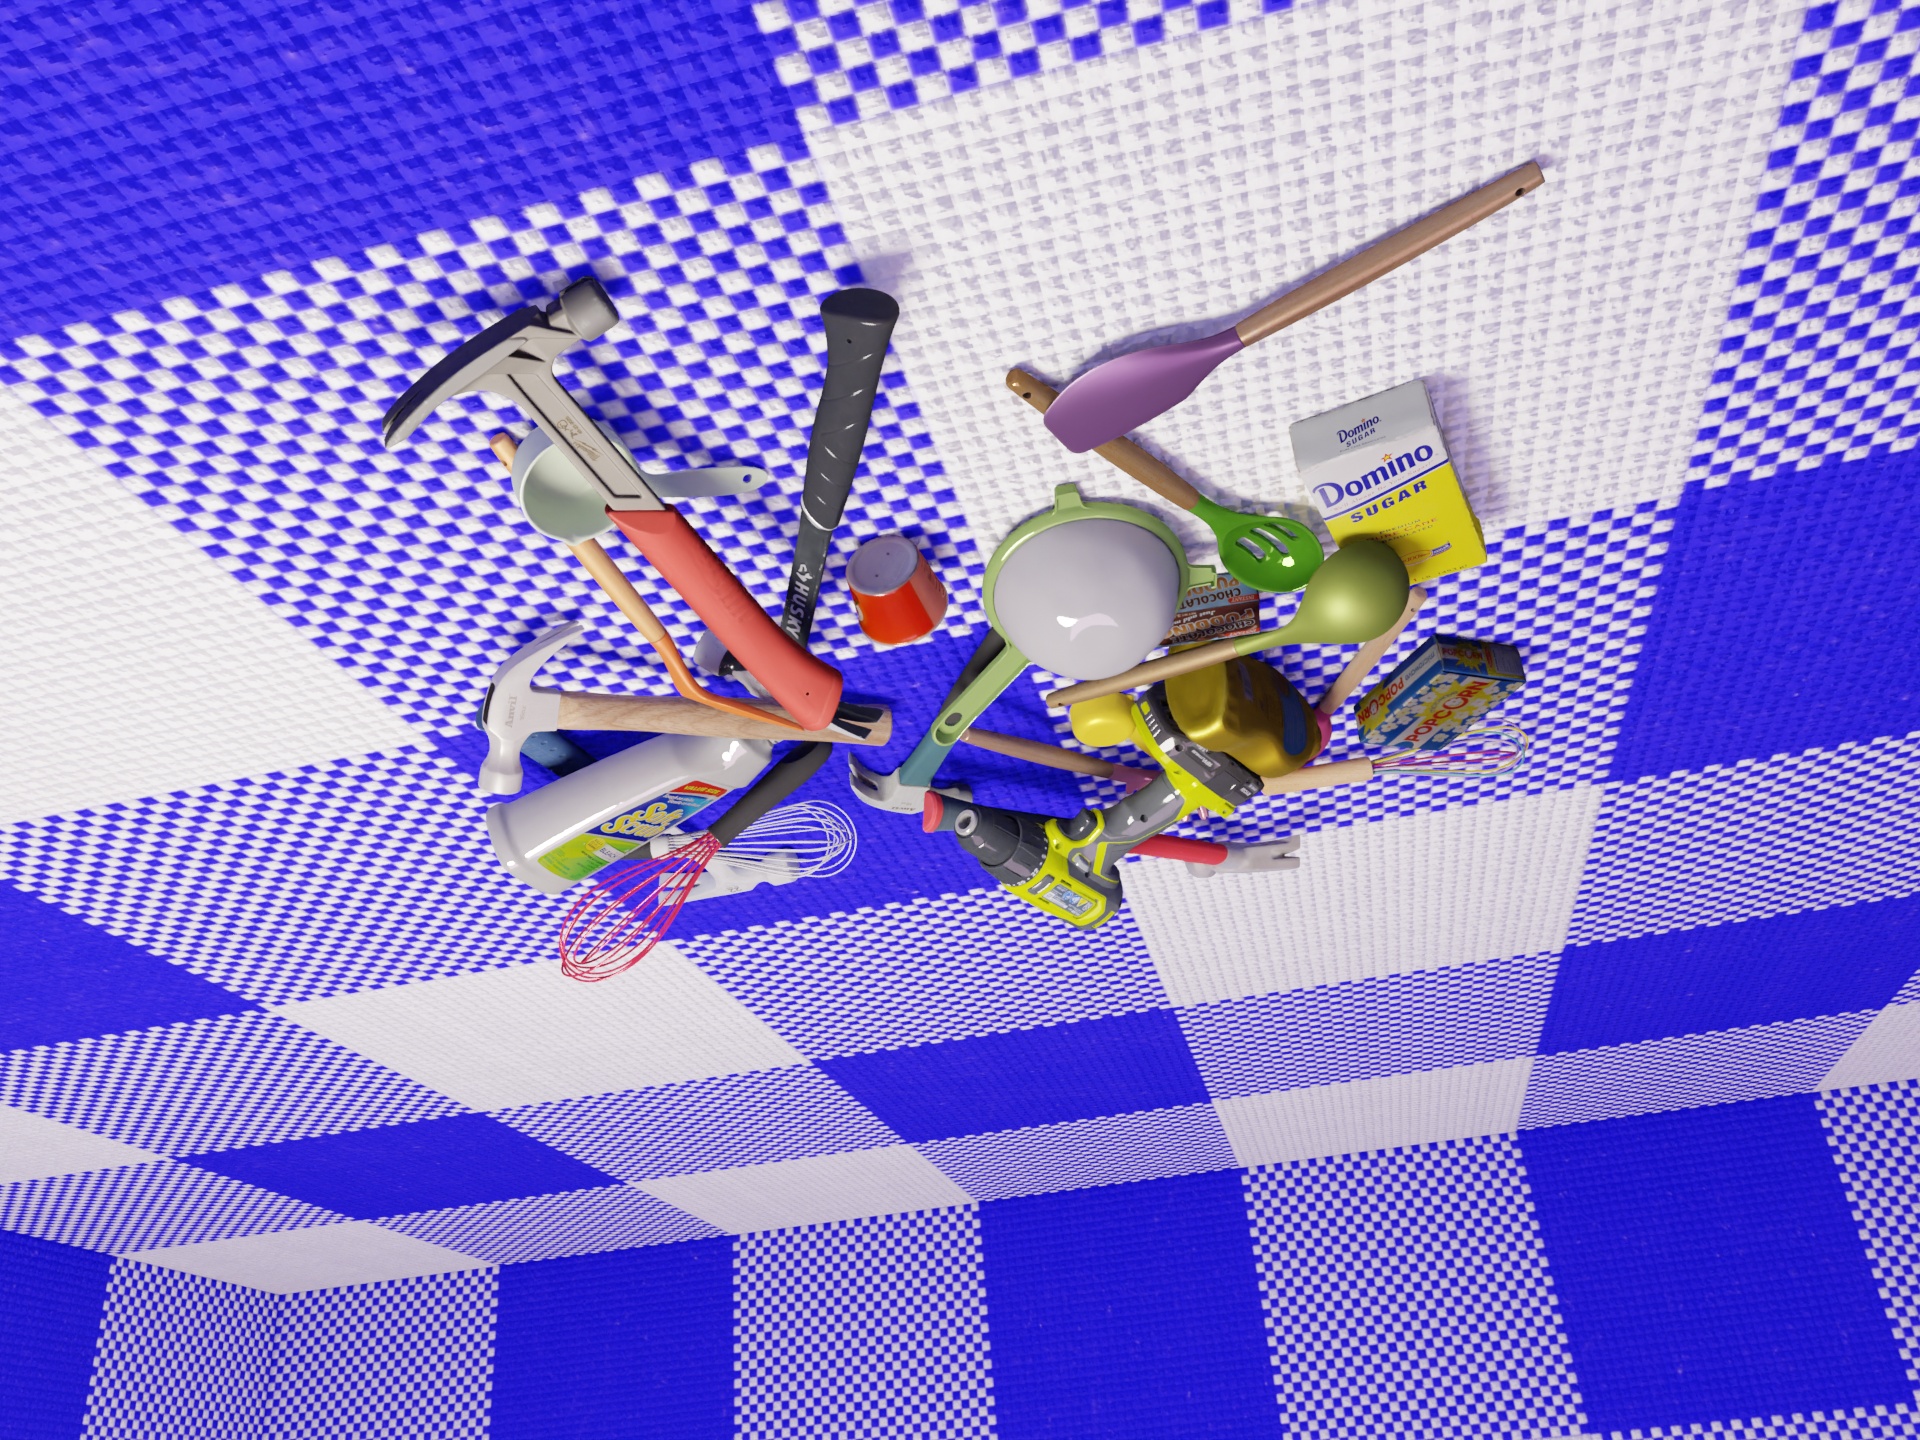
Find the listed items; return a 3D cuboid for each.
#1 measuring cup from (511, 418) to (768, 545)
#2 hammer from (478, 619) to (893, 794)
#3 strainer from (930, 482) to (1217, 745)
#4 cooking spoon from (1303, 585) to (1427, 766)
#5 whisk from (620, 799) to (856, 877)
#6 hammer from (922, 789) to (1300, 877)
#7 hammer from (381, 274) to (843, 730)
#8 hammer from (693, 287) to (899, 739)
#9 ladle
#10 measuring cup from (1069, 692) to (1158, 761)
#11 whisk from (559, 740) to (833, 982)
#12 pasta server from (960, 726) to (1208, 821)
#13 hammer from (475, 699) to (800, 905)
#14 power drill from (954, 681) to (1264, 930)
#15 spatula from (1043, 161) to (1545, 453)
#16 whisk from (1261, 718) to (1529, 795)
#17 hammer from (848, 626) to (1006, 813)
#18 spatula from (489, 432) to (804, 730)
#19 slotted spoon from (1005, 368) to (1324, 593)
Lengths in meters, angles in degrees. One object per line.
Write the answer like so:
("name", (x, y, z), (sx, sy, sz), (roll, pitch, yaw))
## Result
("measuring cup", (-0.204, -0.159, 1.016), (0.167, 0.038, 0.083), (-9, 132, -33))
("hammer", (-0.203, -0.006, 1.241), (0.331, 0.130, 0.031), (2, -164, -31))
("strainer", (0.061, -0.046, 1.161), (0.151, 0.069, 0.256), (25, 126, -28))
("cooking spoon", (0.323, -0.024, 1.357), (0.068, 0.017, 0.318), (1, 151, -12))
("whisk", (-0.232, 0.108, 1.404), (0.284, 0.070, 0.070), (-3, 151, 6))
("hammer", (0.137, 0.106, 1.476), (0.386, 0.038, 0.143), (11, 167, -33))
("hammer", (-0.187, -0.103, 0.999), (0.149, 0.037, 0.358), (-33, 133, 5))
("hammer", (-0.091, -0.122, 1.040), (0.149, 0.036, 0.408), (30, 146, 5))
("ladle", (0.187, -0.060, 1.188), (0.320, 0.062, 0.078), (-17, 145, 43))
("measuring cup", (0.152, 0.020, 1.395), (0.062, 0.029, 0.156), (-23, 144, 30))
("whisk", (-0.222, 0.112, 1.343), (0.296, 0.073, 0.073), (-41, 151, -10))
("pasta server", (0.113, 0.047, 1.400), (0.060, 0.040, 0.316), (-10, 162, 43))
("hammer", (-0.299, 0.079, 1.428), (0.144, 0.035, 0.405), (-15, 150, 17))
("power drill", (0.122, 0.074, 1.348), (0.228, 0.080, 0.190), (-40, 133, 18))
("spatula", (0.186, -0.239, 0.932), (0.316, 0.018, 0.059), (-24, 140, 26))
("whisk", (0.397, 0.043, 1.454), (0.245, 0.051, 0.047), (-9, 158, 4))
("hammer", (-0.002, -0.004, 1.327), (0.128, 0.033, 0.331), (5, 149, -20))
("spatula", (-0.219, -0.082, 1.102), (0.081, 0.041, 0.322), (12, 149, 39))
("slotted spoon", (0.142, -0.161, 1.074), (0.070, 0.031, 0.313), (-29, 141, 36))
